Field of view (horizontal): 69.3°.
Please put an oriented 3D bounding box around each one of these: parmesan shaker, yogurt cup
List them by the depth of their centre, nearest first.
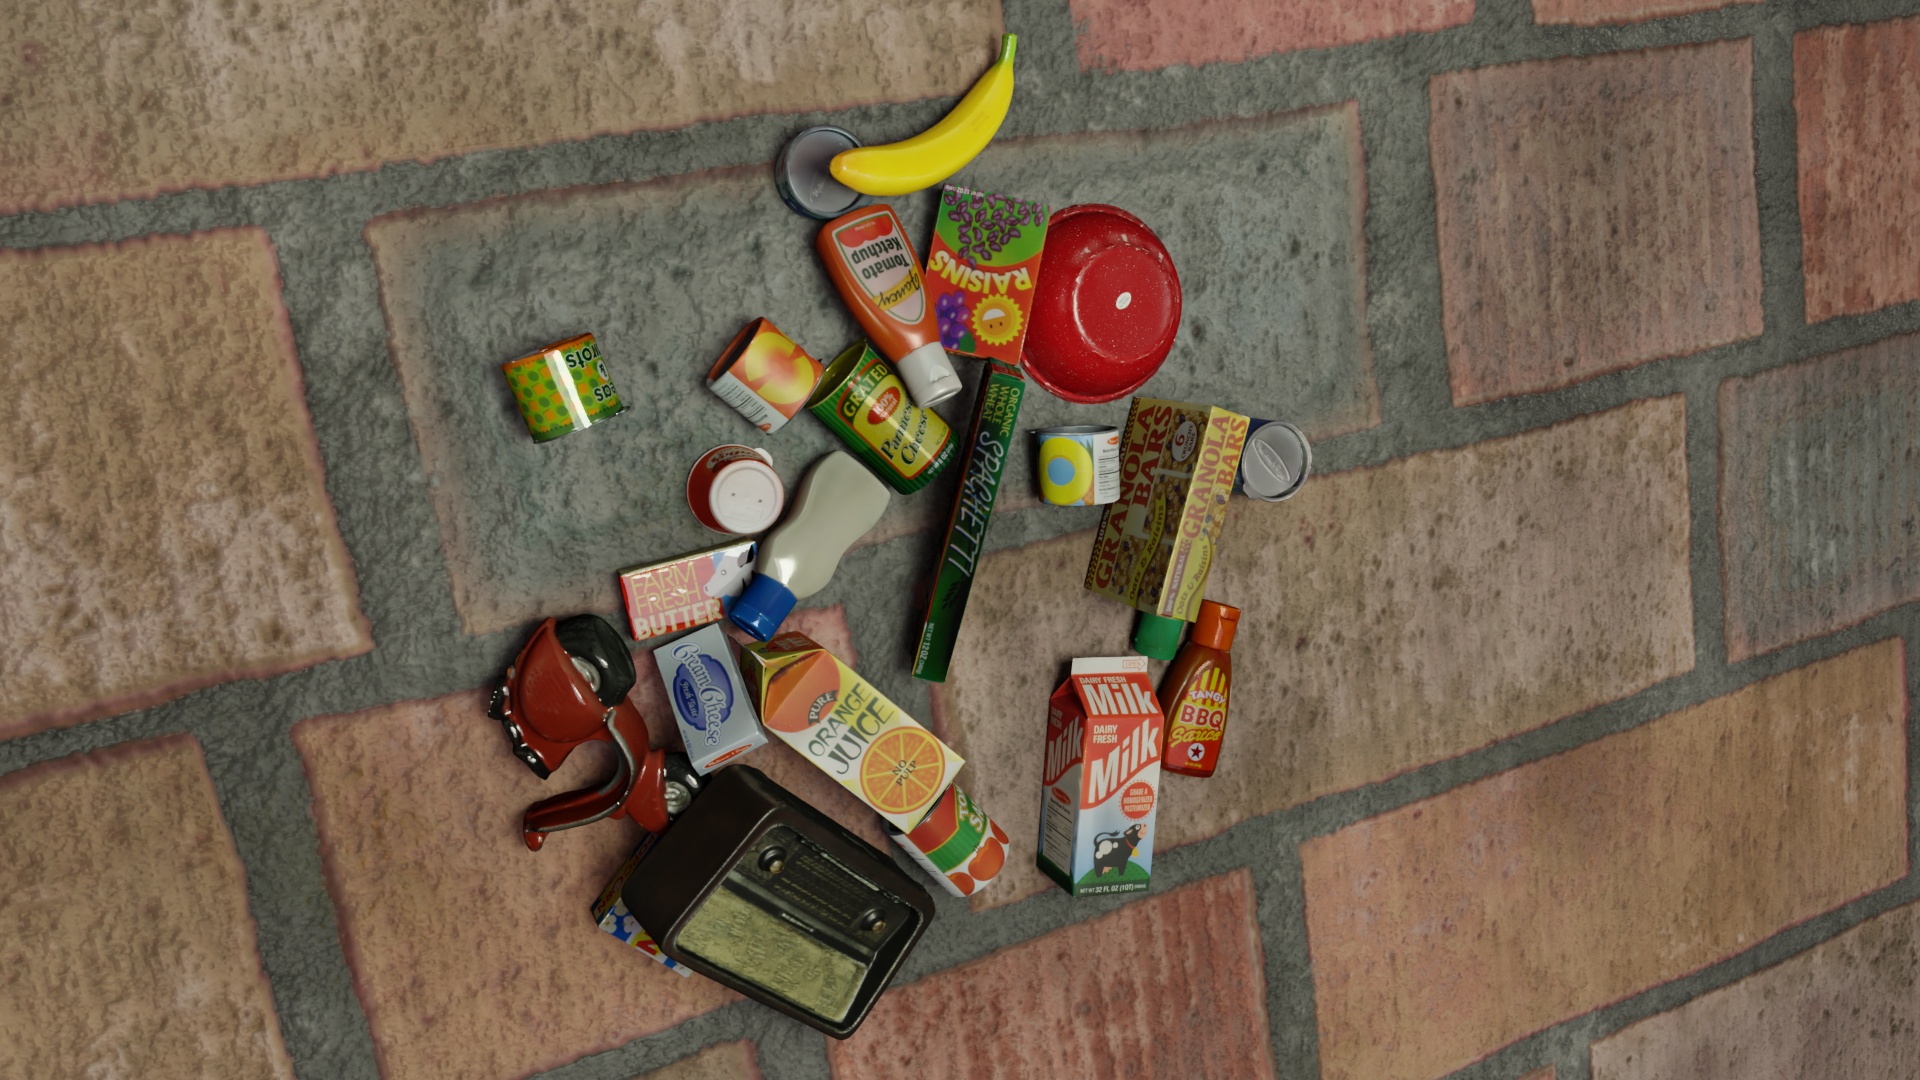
[{"bbox_3d":[-0.161,-0.034,1.014,0.072,0.054,0.072,-4,100,-21],"label":"yogurt cup"},{"bbox_3d":[-0.056,-0.093,1.042,0.103,0.071,0.071,42,82,-22],"label":"parmesan shaker"}]

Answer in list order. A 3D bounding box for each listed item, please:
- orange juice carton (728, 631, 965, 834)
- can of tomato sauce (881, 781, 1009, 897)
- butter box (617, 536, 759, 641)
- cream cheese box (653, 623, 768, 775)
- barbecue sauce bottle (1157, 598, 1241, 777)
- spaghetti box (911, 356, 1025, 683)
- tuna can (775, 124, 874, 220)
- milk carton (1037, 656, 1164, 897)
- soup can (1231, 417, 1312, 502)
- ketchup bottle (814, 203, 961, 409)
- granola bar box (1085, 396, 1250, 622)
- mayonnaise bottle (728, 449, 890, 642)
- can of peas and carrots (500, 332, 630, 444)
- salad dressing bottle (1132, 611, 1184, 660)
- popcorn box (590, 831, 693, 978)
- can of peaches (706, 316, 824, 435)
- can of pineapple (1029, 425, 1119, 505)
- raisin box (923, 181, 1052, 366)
[{"bbox_3d":[-0.096,0.134,1.055,0.192,0.072,0.073,42,81,-22],"label":"orange juice carton"},{"bbox_3d":[-0.010,0.232,1.107,0.071,0.071,0.083,-46,112,-10],"label":"can of tomato sauce"},{"bbox_3d":[-0.197,0.035,1.025,0.104,0.024,0.053,-15,103,-20],"label":"butter box"},{"bbox_3d":[-0.181,0.113,1.002,0.053,0.104,0.024,-25,145,-6],"label":"cream cheese box"},{"bbox_3d":[0.204,0.126,1.191,0.065,0.043,0.148,14,92,-22],"label":"barbecue sauce bottle"},{"bbox_3d":[0.004,-0.013,1.055,0.029,0.050,0.249,13,106,-7],"label":"spaghetti box"},{"bbox_3d":[-0.098,-0.267,1.017,0.071,0.033,0.071,-3,99,-21],"label":"tuna can"},{"bbox_3d":[0.116,0.190,1.148,0.072,0.073,0.190,1,97,-22],"label":"milk carton"},{"bbox_3d":[0.238,-0.068,1.155,0.071,0.084,0.071,-3,99,-21],"label":"soup can"},{"bbox_3d":[-0.048,-0.169,1.015,0.065,0.043,0.149,-25,86,-22],"label":"ketchup bottle"},{"bbox_3d":[0.162,-0.027,1.108,0.039,0.124,0.165,14,93,-23],"label":"granola bar box"},{"bbox_3d":[-0.115,0.006,1.028,0.064,0.041,0.148,42,68,-20],"label":"mayonnaise bottle"},{"bbox_3d":[-0.270,-0.105,0.951,0.071,0.071,0.058,-25,106,-17],"label":"can of peas and carrots"},{"bbox_3d":[0.180,0.026,1.160,0.044,0.064,0.147,13,102,-8],"label":"salad dressing bottle"},{"bbox_3d":[-0.204,0.252,1.046,0.085,0.038,0.127,40,82,-24],"label":"popcorn box"},{"bbox_3d":[-0.140,-0.121,1.004,0.058,0.071,0.071,38,83,-22],"label":"can of peaches"},{"bbox_3d":[0.092,-0.061,1.108,0.071,0.071,0.057,-6,100,-21],"label":"can of pineapple"},{"bbox_3d":[0.015,-0.201,1.057,0.086,0.040,0.123,11,94,-5],"label":"raisin box"}]
